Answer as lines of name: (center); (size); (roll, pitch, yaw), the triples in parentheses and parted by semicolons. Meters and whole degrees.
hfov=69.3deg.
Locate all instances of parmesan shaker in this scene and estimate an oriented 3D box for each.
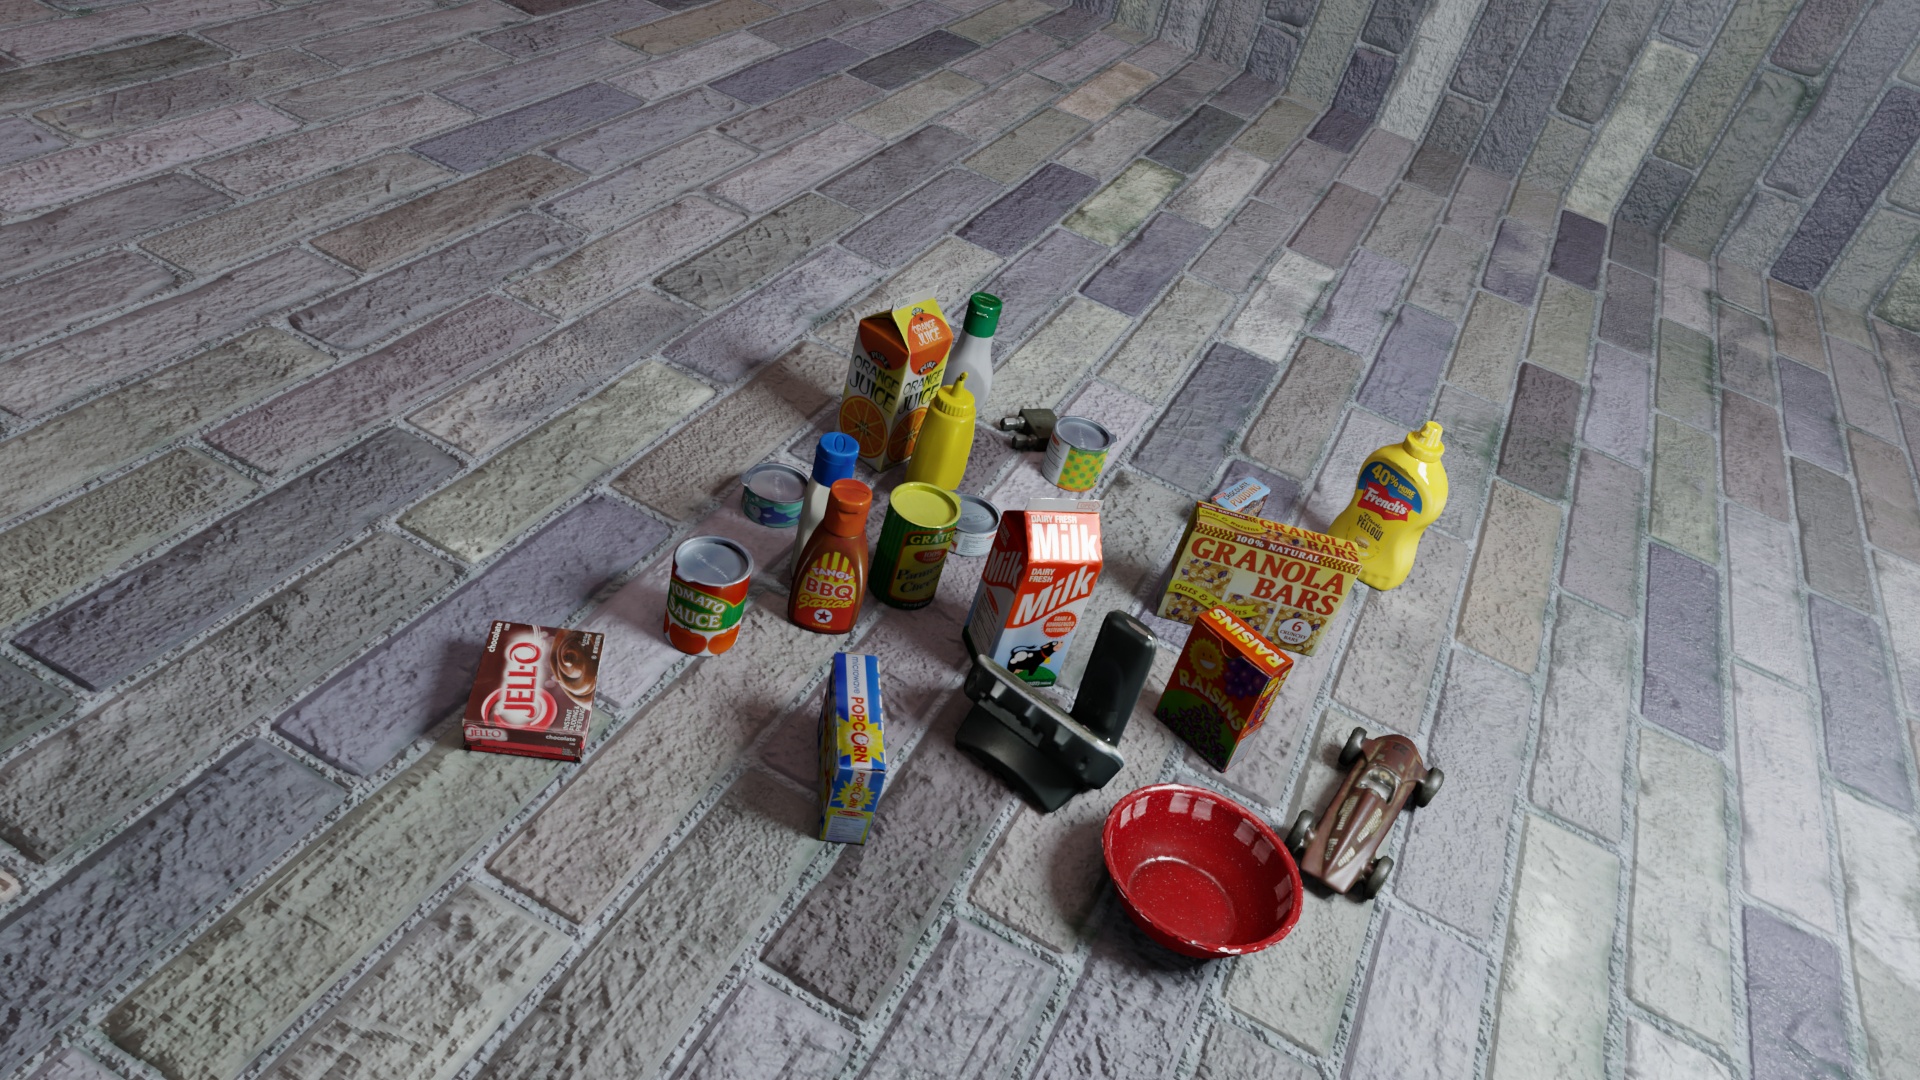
parmesan shaker: (-0.041, 0.006, 1.291); (0.071, 0.102, 0.072); (11, 37, -8)

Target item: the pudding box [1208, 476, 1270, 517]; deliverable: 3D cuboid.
pudding box: (0.299, -0.034, 1.523); (0.030, 0.049, 0.084); (39, 41, 26)

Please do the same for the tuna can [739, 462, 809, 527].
tuna can: (-0.182, -0.045, 1.359); (0.071, 0.032, 0.071); (11, 37, -8)

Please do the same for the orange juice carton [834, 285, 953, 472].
orange juice carton: (-0.066, -0.174, 1.440); (0.073, 0.191, 0.072); (36, 40, 24)

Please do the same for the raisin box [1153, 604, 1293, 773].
raisin box: (0.229, 0.130, 1.220); (0.040, 0.122, 0.086); (-21, 50, -40)

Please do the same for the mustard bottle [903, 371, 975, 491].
mustard bottle: (-0.015, -0.106, 1.399); (0.049, 0.159, 0.065); (29, 38, 16)

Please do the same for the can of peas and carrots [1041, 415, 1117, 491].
can of peas and carrots: (0.130, -0.095, 1.528); (0.071, 0.058, 0.071); (11, 37, -8)

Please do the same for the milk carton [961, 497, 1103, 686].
milk carton: (0.066, 0.038, 1.219); (0.072, 0.189, 0.074); (1, 39, -21)

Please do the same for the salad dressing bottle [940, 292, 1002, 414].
salad dressing bottle: (0.012, -0.204, 1.548); (0.064, 0.146, 0.044); (19, 36, 3)

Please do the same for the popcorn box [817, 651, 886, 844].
popcorn box: (-0.086, 0.160, 1.087); (0.038, 0.084, 0.127); (8, 37, -13)

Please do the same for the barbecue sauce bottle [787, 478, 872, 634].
barbecue sauce bottle: (-0.109, 0.014, 1.215); (0.065, 0.147, 0.044); (12, 36, -7)

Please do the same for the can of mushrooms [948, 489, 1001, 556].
can of mushrooms: (0.005, -0.018, 1.398); (0.071, 0.033, 0.071); (11, 37, -8)

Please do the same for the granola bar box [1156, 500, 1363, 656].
granola bar box: (0.290, 0.038, 1.363); (0.166, 0.123, 0.039); (15, 36, -3)

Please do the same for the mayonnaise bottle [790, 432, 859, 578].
mayonnaise bottle: (-0.123, -0.029, 1.265); (0.041, 0.147, 0.065); (10, 37, -10)

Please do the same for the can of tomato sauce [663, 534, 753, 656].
can of tomato sauce: (-0.217, 0.048, 1.182); (0.071, 0.082, 0.071); (11, 37, -8)
